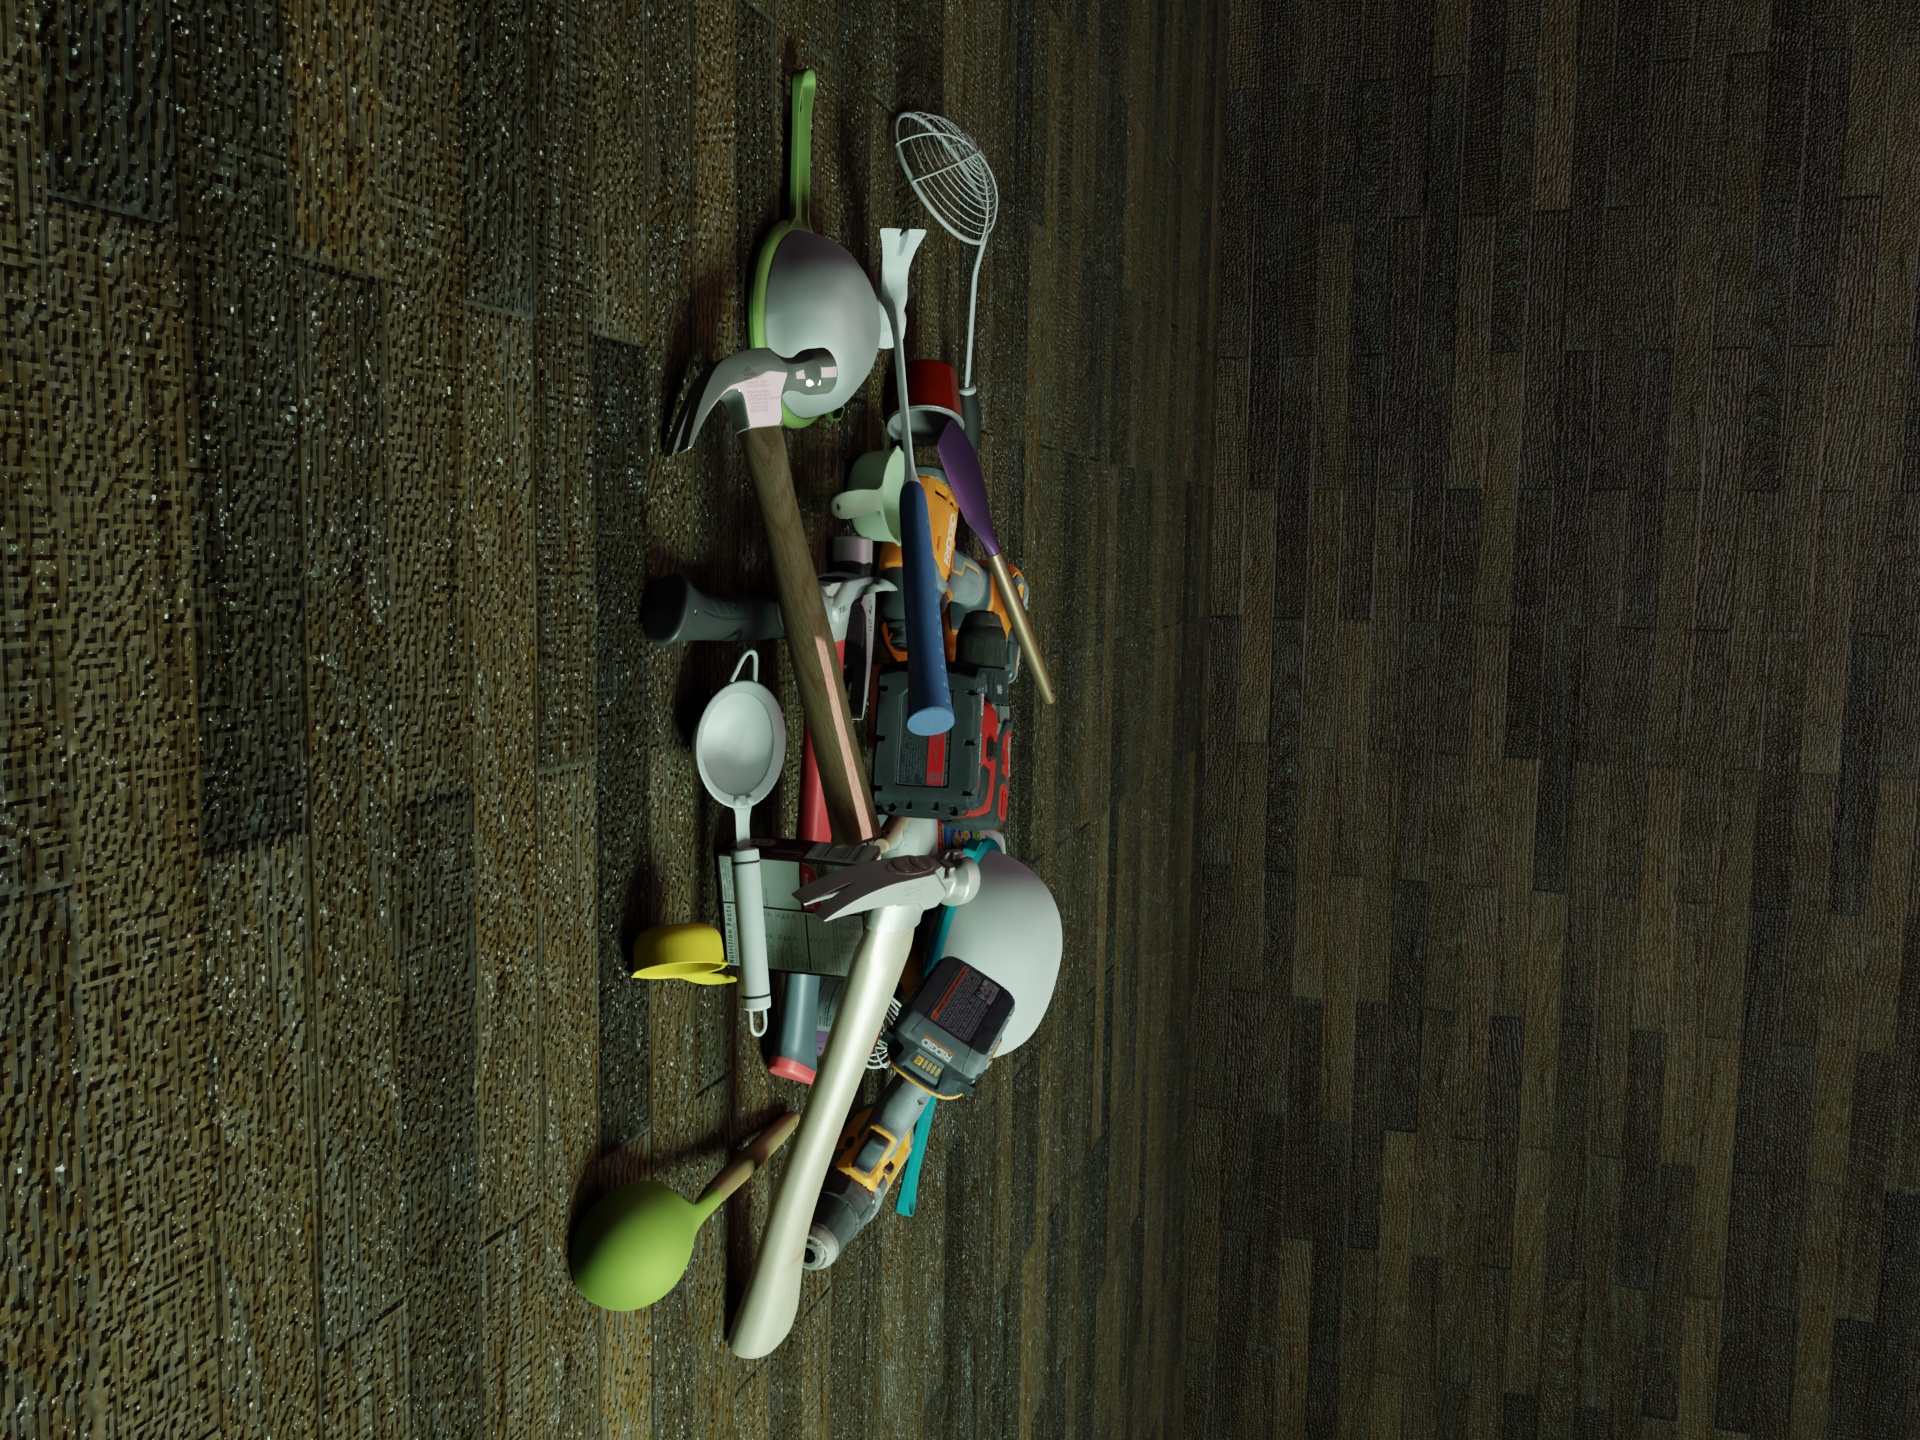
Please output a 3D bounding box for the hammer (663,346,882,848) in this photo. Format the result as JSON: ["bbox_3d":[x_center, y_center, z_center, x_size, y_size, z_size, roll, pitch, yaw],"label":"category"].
[{"bbox_3d":[-0.107,-0.079,1.043,0.130,0.031,0.331,-15,93,-38],"label":"hammer"}]

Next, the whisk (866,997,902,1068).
[{"bbox_3d":[-0.089,0.210,1.313,0.059,0.058,0.246,-42,137,-23],"label":"whisk"}]

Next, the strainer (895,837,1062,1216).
[{"bbox_3d":[0.024,0.279,1.419,0.211,0.095,0.340,43,60,-72],"label":"strainer"}]

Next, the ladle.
[{"bbox_3d":[-0.174,0.316,1.090,0.320,0.062,0.078,-11,108,-79],"label":"ladle"}]

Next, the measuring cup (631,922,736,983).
[{"bbox_3d":[-0.173,0.156,1.049,0.156,0.062,0.029,67,15,-76],"label":"measuring cup"}]

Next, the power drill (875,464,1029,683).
[{"bbox_3d":[-0.012,-0.109,1.450,0.226,0.084,0.164,46,49,-61],"label":"power drill"}]

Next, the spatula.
[{"bbox_3d":[0.038,-0.135,1.444,0.060,0.018,0.315,-65,144,-41],"label":"spatula"}]

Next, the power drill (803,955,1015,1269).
[{"bbox_3d":[-0.055,0.317,1.263,0.226,0.084,0.185,-60,174,23],"label":"power drill"}]

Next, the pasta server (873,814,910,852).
[{"bbox_3d":[-0.032,0.058,1.385,0.316,0.060,0.040,-57,153,-69],"label":"pasta server"}]

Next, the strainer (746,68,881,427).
[{"bbox_3d":[-0.095,-0.344,1.163,0.151,0.069,0.256,-22,115,-71],"label":"strainer"}]

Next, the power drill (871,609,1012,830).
[{"bbox_3d":[-0.002,-0.004,1.276,0.226,0.080,0.188,15,78,-78],"label":"power drill"}]

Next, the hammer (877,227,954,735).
[{"bbox_3d":[-0.038,-0.184,1.189,0.144,0.035,0.406,108,-22,-63],"label":"hammer"}]

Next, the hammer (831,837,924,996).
[{"bbox_3d":[-0.056,0.189,1.370,0.336,0.034,0.127,72,-3,-57],"label":"hammer"}]

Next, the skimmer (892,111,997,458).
[{"bbox_3d":[-0.019,-0.368,1.468,0.127,0.090,0.363,-66,163,-54],"label":"skimmer"}]

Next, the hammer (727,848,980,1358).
[{"bbox_3d":[-0.102,0.277,1.091,0.146,0.038,0.410,-6,121,-49],"label":"hammer"}]

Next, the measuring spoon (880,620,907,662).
[{"bbox_3d":[-0.051,-0.061,1.442,0.116,0.011,0.021,56,40,-62],"label":"measuring spoon"}]

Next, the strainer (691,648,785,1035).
[{"bbox_3d":[-0.148,0.083,1.067,0.086,0.050,0.258,-3,88,-54],"label":"strainer"}]

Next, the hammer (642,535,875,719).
[{"bbox_3d":[-0.134,-0.067,1.142,0.334,0.035,0.146,-9,101,-72],"label":"hammer"}]

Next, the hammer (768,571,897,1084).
[{"bbox_3d":[-0.103,0.083,1.184,0.143,0.038,0.386,-29,126,-67],"label":"hammer"}]

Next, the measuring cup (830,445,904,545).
[{"bbox_3d":[-0.083,-0.178,1.284,0.167,0.038,0.083,-30,121,-67],"label":"measuring cup"}]
